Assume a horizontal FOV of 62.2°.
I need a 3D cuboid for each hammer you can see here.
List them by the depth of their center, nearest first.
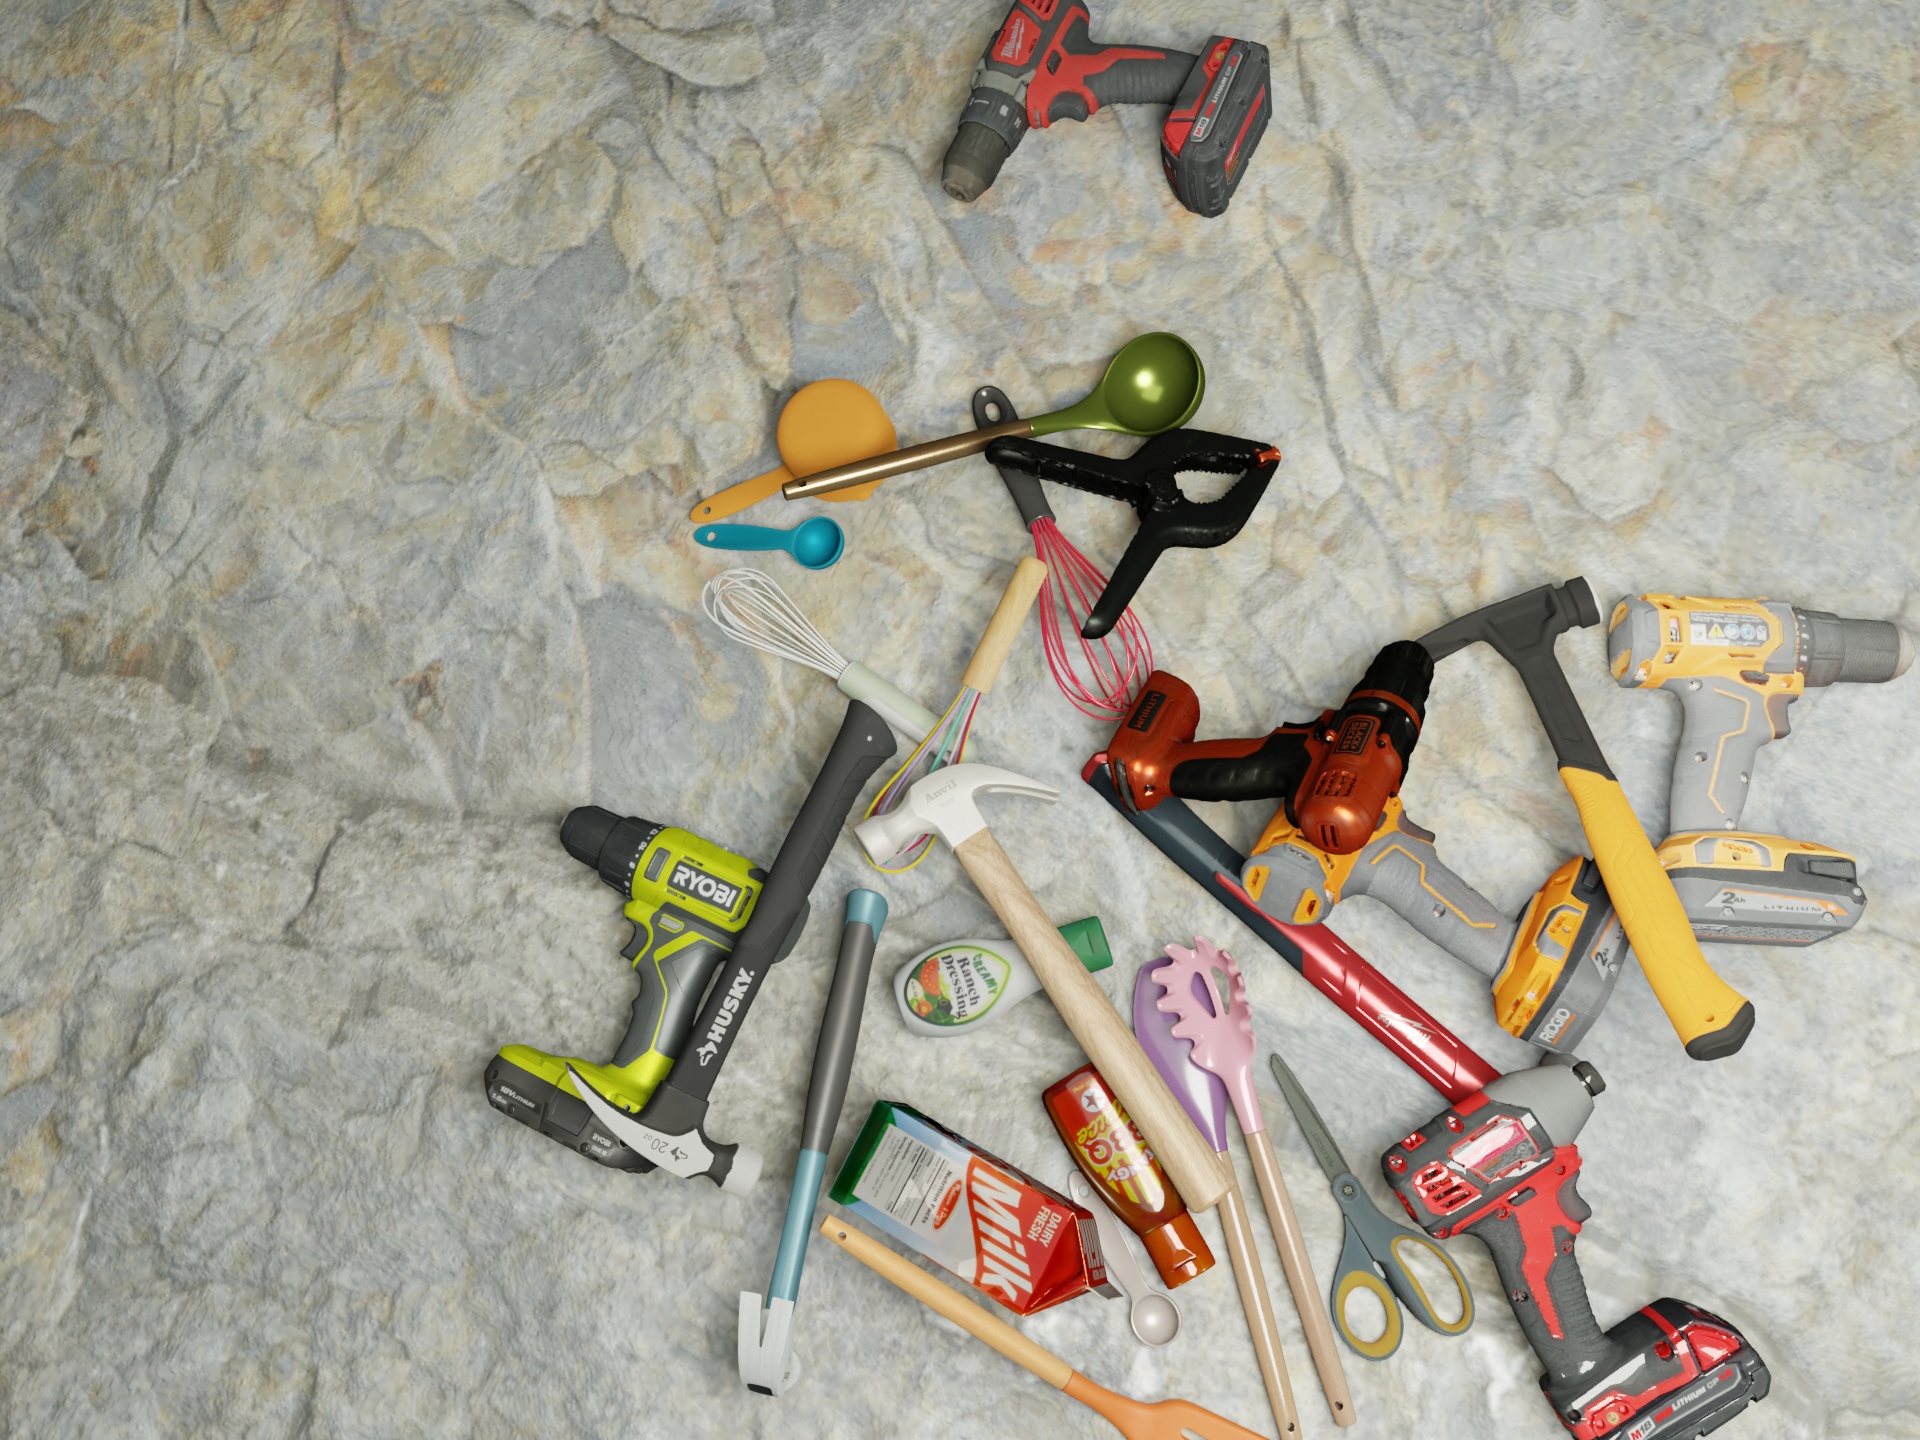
[{"bbox_3d":[0.387,0.056,0.980,0.127,0.034,0.337,-21,50,13],"label":"hammer"},{"bbox_3d":[0.072,0.170,1.045,0.130,0.031,0.331,-33,78,-11],"label":"hammer"},{"bbox_3d":[0.222,0.162,1.064,0.386,0.038,0.143,41,88,17],"label":"hammer"},{"bbox_3d":[-0.096,0.276,1.067,0.033,0.128,0.331,9,69,6],"label":"hammer"},{"bbox_3d":[-0.136,0.138,1.071,0.146,0.035,0.335,29,80,-16],"label":"hammer"}]

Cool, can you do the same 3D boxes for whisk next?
[{"bbox_3d":[-0.004,-0.004,1.114,0.047,0.051,0.245,27,91,15],"label":"whisk"},{"bbox_3d":[0.067,-0.128,1.160,0.073,0.073,0.296,-23,66,4],"label":"whisk"},{"bbox_3d":[-0.089,-0.038,1.171,0.246,0.057,0.059,34,54,13],"label":"whisk"}]

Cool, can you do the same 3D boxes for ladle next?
[{"bbox_3d":[0.026,-0.211,1.147,0.320,0.062,0.078,-17,72,-11],"label":"ladle"}]

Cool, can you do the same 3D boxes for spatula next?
[{"bbox_3d":[0.049,0.407,1.008,0.322,0.041,0.081,33,84,0],"label":"spatula"},{"bbox_3d":[0.173,0.310,1.044,0.060,0.018,0.316,-13,73,-2],"label":"spatula"}]

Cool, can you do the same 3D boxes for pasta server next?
[{"bbox_3d":[0.196,0.293,1.026,0.060,0.040,0.316,-21,77,22],"label":"pasta server"}]

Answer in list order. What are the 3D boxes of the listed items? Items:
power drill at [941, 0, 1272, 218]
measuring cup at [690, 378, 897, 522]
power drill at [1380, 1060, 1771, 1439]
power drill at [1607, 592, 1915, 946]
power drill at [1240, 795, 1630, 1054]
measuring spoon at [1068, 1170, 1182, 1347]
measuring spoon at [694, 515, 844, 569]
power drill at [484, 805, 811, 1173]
[{"bbox_3d":[0.107,-0.463,1.229,0.227,0.080,0.188,24,81,18],"label":"power drill"},{"bbox_3d":[-0.134,-0.199,1.215,0.173,0.052,0.095,-25,73,2],"label":"measuring cup"},{"bbox_3d":[0.370,0.318,0.953,0.143,0.078,0.220,-34,83,0],"label":"power drill"},{"bbox_3d":[0.522,0.027,1.022,0.185,0.084,0.226,3,71,4],"label":"power drill"},{"bbox_3d":[0.315,0.097,1.028,0.226,0.084,0.164,27,51,17],"label":"power drill"},{"bbox_3d":[0.108,0.353,1.050,0.034,0.018,0.124,-39,65,16],"label":"measuring spoon"},{"bbox_3d":[-0.145,-0.137,1.225,0.129,0.021,0.042,6,78,22],"label":"measuring spoon"},{"bbox_3d":[-0.237,0.182,1.126,0.190,0.080,0.228,23,78,14],"label":"power drill"}]
